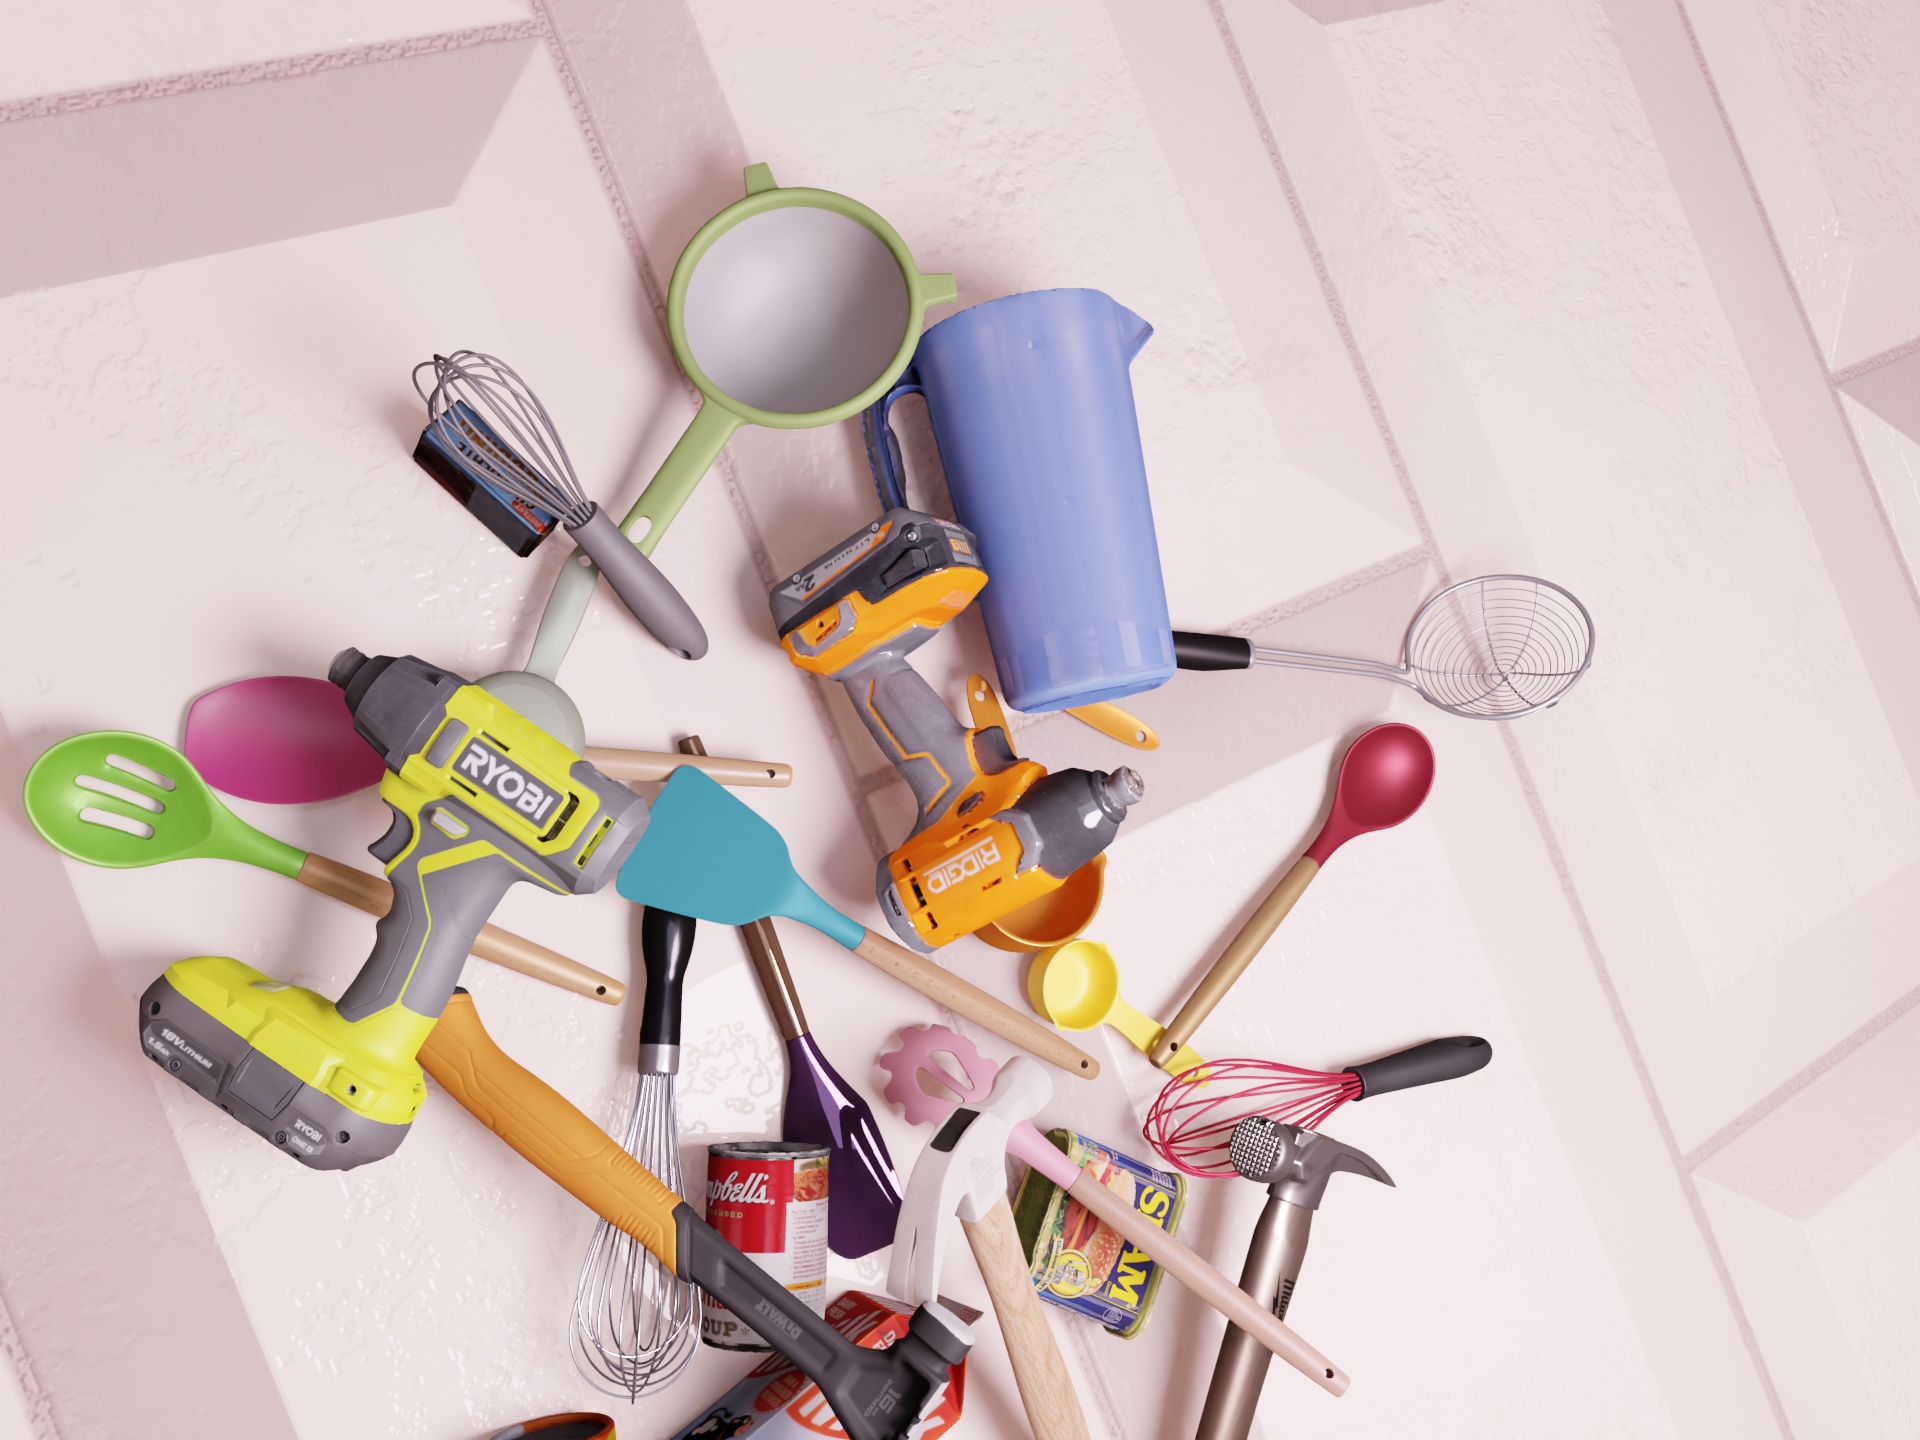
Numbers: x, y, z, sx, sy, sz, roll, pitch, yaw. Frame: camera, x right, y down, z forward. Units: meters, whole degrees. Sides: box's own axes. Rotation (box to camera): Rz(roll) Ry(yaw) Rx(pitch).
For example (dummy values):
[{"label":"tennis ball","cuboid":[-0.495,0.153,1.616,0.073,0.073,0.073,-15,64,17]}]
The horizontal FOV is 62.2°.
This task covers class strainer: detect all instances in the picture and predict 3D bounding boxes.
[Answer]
[{"label":"strainer","cuboid":[-0.124,-0.192,0.948,0.151,0.069,0.256,32,83,7]}]

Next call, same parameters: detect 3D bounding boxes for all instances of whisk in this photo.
[{"label":"whisk","cuboid":[-0.206,-0.108,0.856,0.055,0.055,0.238,-58,137,-21]},{"label":"whisk","cuboid":[-0.166,0.217,0.861,0.070,0.070,0.285,9,73,-23]},{"label":"whisk","cuboid":[0.242,0.242,1.041,0.295,0.073,0.073,-6,83,-30]}]

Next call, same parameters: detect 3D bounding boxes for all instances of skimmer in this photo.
[{"label":"skimmer","cuboid":[0.260,-0.061,1.083,0.363,0.090,0.127,4,47,-21]}]

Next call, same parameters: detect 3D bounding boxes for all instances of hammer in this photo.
[{"label":"hammer","cuboid":[0.156,0.446,0.948,0.146,0.038,0.411,27,80,-42]},{"label":"hammer","cuboid":[-0.161,0.252,0.796,0.337,0.034,0.127,36,82,12]},{"label":"hammer","cuboid":[0.041,0.357,0.880,0.130,0.031,0.331,-37,118,-42]}]

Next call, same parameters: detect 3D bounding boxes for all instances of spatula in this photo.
[{"label":"spatula","cuboid":[-0.105,0.159,0.918,0.060,0.018,0.316,-20,89,-9]},{"label":"spatula","cuboid":[-0.043,0.135,0.920,0.317,0.044,0.082,34,70,-23]}]

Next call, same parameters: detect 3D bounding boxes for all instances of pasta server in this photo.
[{"label":"pasta server","cuboid":[0.086,0.280,0.909,0.316,0.040,0.060,36,74,8]}]

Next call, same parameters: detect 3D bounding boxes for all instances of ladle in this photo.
[{"label":"ladle","cuboid":[0.221,0.114,1.062,0.069,0.031,0.315,49,63,-9]}]

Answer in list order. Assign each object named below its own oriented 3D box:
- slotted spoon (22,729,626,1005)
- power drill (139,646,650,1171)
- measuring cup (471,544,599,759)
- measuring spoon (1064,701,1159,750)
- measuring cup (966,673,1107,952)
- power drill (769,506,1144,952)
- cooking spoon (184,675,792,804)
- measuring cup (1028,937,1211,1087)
[{"label":"slotted spoon","cuboid":[-0.319,0.088,0.830,0.313,0.031,0.070,27,89,-20]},{"label":"power drill","cuboid":[-0.283,0.087,0.778,0.171,0.080,0.223,34,85,1]},{"label":"measuring cup","cuboid":[-0.225,-0.030,0.860,0.083,0.038,0.168,21,70,-13]},{"label":"measuring spoon","cuboid":[0.082,-0.006,1.039,0.116,0.011,0.021,25,67,-22]},{"label":"measuring cup","cuboid":[0.026,0.059,0.981,0.095,0.052,0.174,-11,76,-25]},{"label":"power drill","cuboid":[-0.001,-0.003,0.899,0.084,0.164,0.227,3,61,-62]},{"label":"cooking spoon","cuboid":[-0.248,0.020,0.869,0.318,0.017,0.069,5,76,-19]},{"label":"measuring cup","cuboid":[0.102,0.191,1.009,0.156,0.029,0.062,40,72,-26]}]
